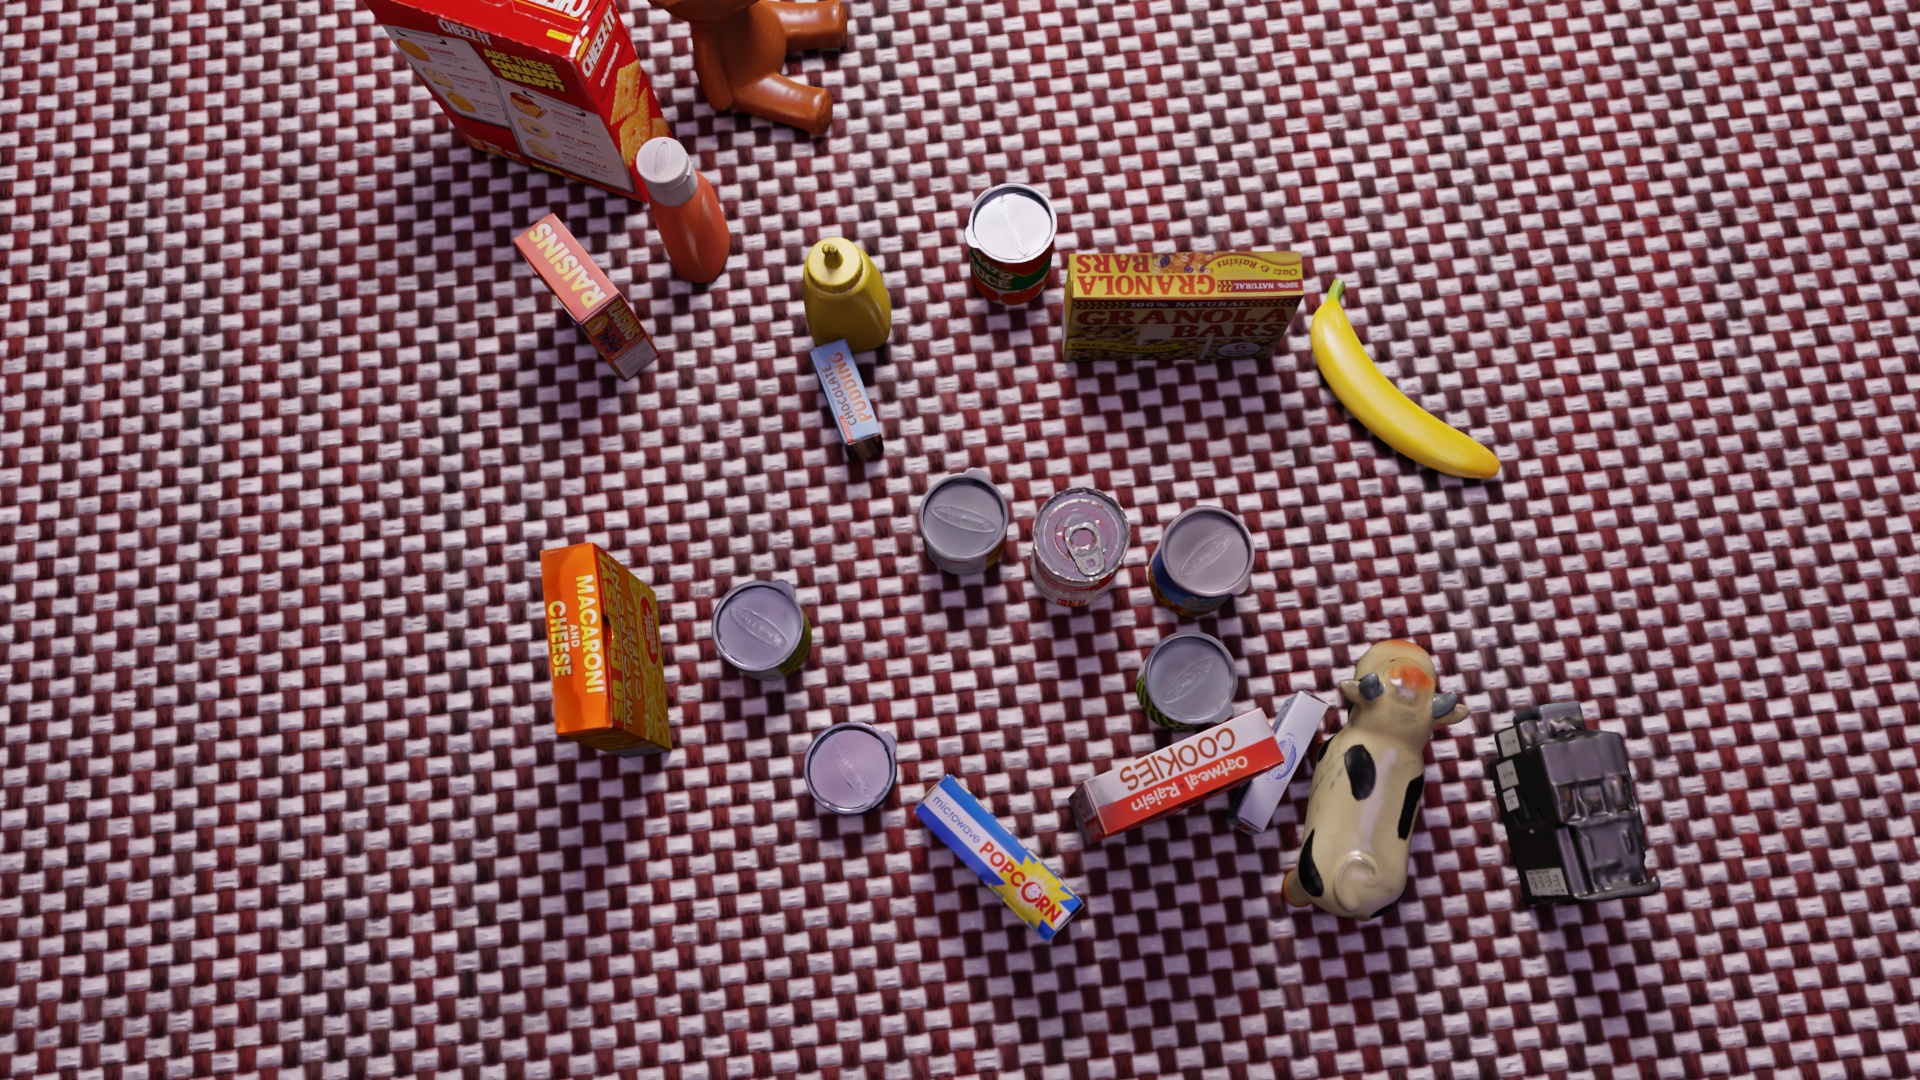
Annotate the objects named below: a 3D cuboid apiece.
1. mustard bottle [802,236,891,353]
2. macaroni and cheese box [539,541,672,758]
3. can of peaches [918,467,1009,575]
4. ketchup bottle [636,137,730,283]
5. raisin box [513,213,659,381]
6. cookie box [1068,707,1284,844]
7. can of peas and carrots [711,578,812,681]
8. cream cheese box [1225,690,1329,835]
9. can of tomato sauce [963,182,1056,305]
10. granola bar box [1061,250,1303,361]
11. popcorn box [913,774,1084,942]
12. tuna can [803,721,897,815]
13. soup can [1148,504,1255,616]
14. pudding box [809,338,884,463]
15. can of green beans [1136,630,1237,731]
[{"bbox_3d":[-0.087,-0.186,1.028,0.065,0.160,0.049,-5,76,0],"label":"mustard bottle"},{"bbox_3d":[-0.241,0.080,0.959,0.040,0.166,0.124,-9,76,-1],"label":"macaroni and cheese box"},{"bbox_3d":[0.004,-0.013,1.035,0.071,0.058,0.071,0,76,1],"label":"can of peaches"},{"bbox_3d":[-0.209,-0.252,1.052,0.043,0.148,0.065,7,77,3],"label":"ketchup bottle"},{"bbox_3d":[-0.280,-0.181,1.048,0.040,0.123,0.086,-38,79,-8],"label":"raisin box"},{"bbox_3d":[0.140,0.162,0.933,0.123,0.167,0.040,-22,77,-5],"label":"cookie box"},{"bbox_3d":[-0.143,0.065,1.017,0.071,0.058,0.071,0,76,1],"label":"can of peas and carrots"},{"bbox_3d":[0.225,0.159,0.991,0.024,0.053,0.104,29,78,8],"label":"cream cheese box"},{"bbox_3d":[0.038,-0.227,1.076,0.071,0.083,0.071,0,76,1],"label":"can of tomato sauce"},{"bbox_3d":[0.161,-0.173,1.039,0.166,0.124,0.039,-1,76,1],"label":"granola bar box"},{"bbox_3d":[0.026,0.219,0.962,0.127,0.085,0.038,43,81,10],"label":"popcorn box"},{"bbox_3d":[-0.077,0.164,1.004,0.071,0.032,0.071,0,76,1],"label":"tuna can"},{"bbox_3d":[0.175,0.019,1.011,0.071,0.083,0.071,0,76,1],"label":"soup can"},{"bbox_3d":[-0.087,-0.107,1.064,0.030,0.049,0.084,-20,77,-4],"label":"pudding box"},{"bbox_3d":[0.162,0.103,1.004,0.071,0.057,0.071,0,76,1],"label":"can of green beans"}]
